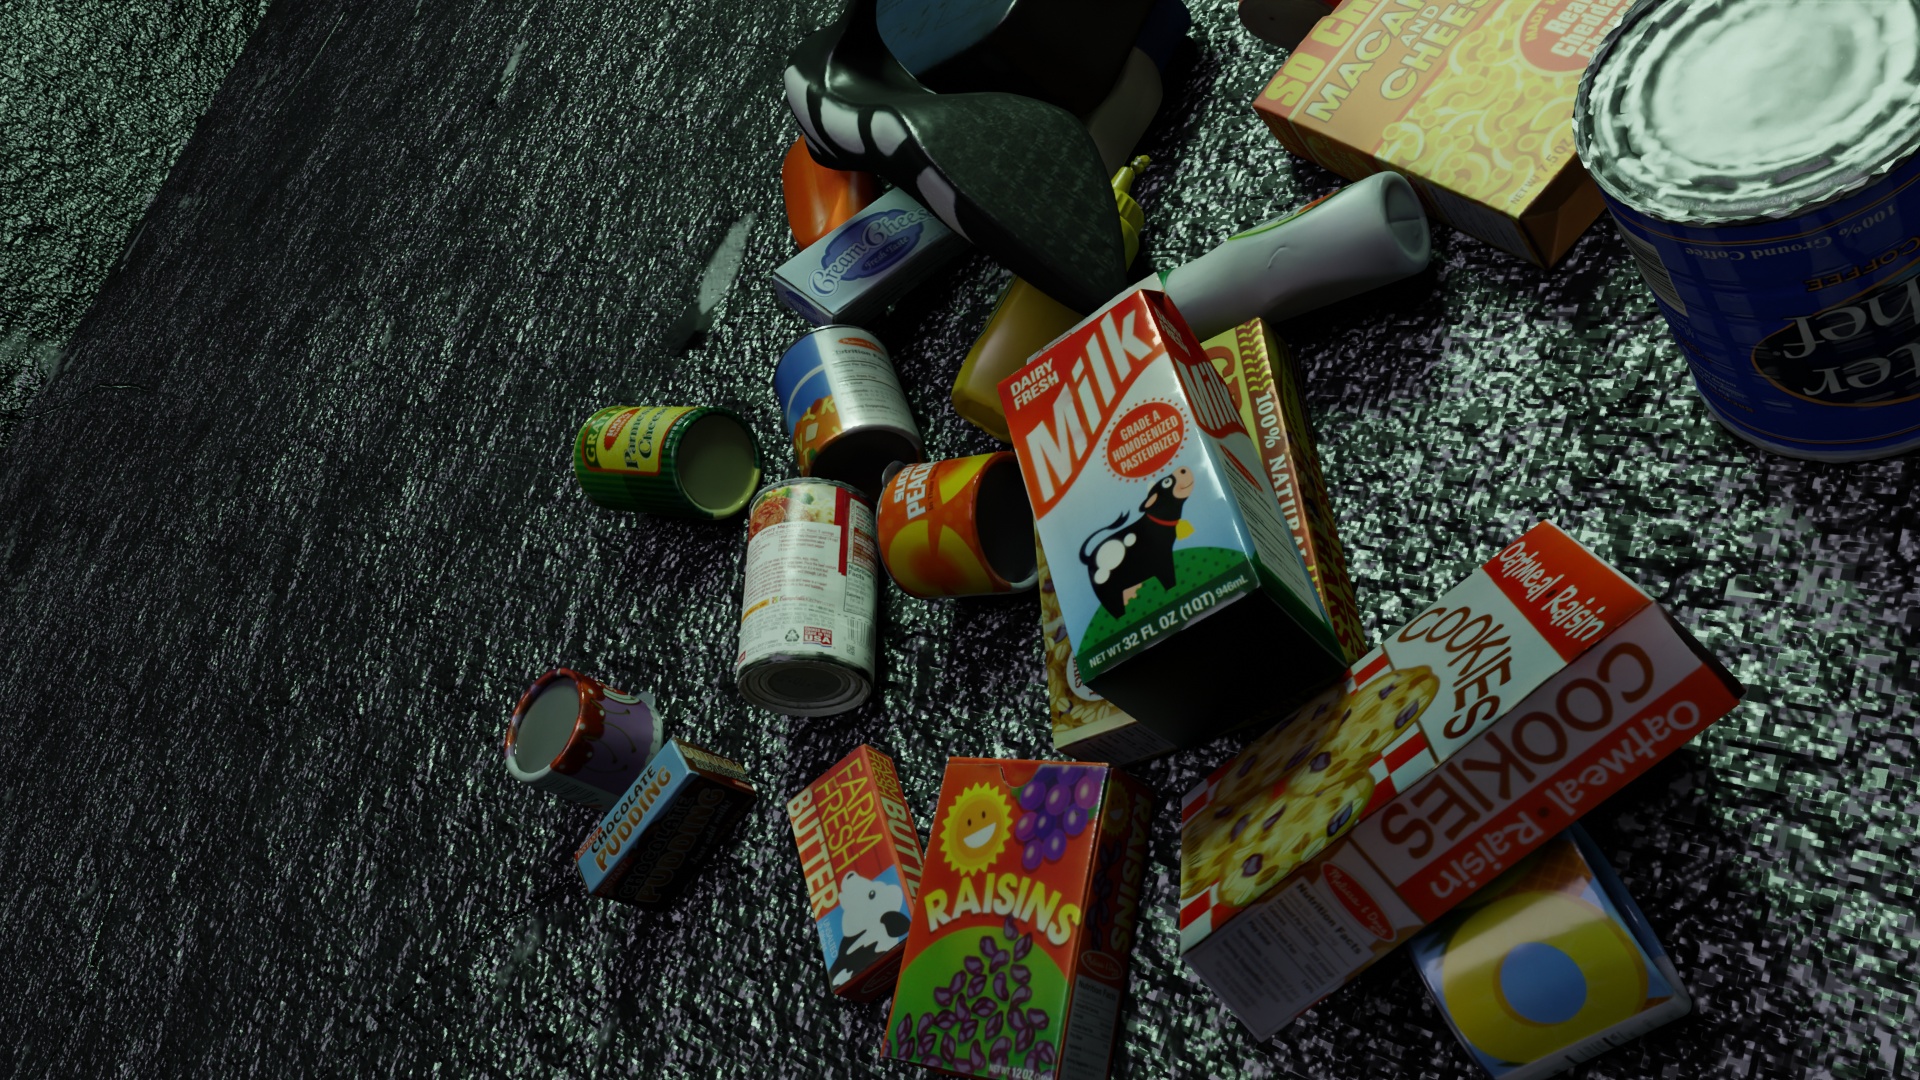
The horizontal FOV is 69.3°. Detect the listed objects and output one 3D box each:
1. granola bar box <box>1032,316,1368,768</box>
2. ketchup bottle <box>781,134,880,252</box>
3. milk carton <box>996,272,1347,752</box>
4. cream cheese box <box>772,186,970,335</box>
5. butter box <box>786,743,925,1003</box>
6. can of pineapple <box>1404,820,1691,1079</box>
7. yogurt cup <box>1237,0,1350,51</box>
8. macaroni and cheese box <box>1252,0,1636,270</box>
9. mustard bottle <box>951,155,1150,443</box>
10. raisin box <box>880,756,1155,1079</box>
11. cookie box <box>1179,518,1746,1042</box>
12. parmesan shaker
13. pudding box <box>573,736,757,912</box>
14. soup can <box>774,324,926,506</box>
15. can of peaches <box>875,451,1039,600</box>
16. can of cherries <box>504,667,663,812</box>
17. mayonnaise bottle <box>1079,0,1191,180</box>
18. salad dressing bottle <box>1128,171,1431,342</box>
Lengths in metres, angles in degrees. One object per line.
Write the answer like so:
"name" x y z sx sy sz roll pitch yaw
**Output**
"granola bar box" 0.093 0.002 0.584 0.124 0.039 0.166 -24 50 28
"ketchup bottle" -0.076 -0.195 0.855 0.064 0.043 0.149 -36 46 27
"milk carton" 0.072 -0.025 0.535 0.072 0.073 0.191 -32 47 22
"cream cheese box" -0.049 -0.158 0.782 0.104 0.024 0.053 -40 59 -21
"butter box" -0.043 0.147 0.625 0.053 0.024 0.104 -39 45 17
"can of pineapple" 0.172 0.121 0.417 0.057 0.071 0.071 -35 46 19
"yogurt cup" 0.168 -0.275 0.674 0.072 0.072 0.054 12 82 45
"macaroni and cheese box" 0.223 -0.202 0.595 0.123 0.040 0.167 -49 43 5
"mustard bottle" 0.051 -0.126 0.685 0.160 0.049 0.065 -61 1 -11
"raisin box" 0.023 0.151 0.552 0.086 0.040 0.124 -7 60 40
"cookie box" 0.146 0.070 0.444 0.167 0.040 0.123 -41 2 14
"parmesan shaker" -0.175 -0.050 0.837 0.103 0.071 0.071 4 68 43
"pudding box" -0.149 0.144 0.702 0.083 0.049 0.030 -50 44 6
"soup can" -0.061 -0.062 0.743 0.071 0.071 0.084 -38 46 18
"can of peaches" 0.002 -0.008 0.648 0.058 0.071 0.071 -5 61 39
"can of cherries" -0.208 0.108 0.771 0.071 0.058 0.072 -22 53 31
"mayonnaise bottle" 0.074 -0.226 0.744 0.065 0.041 0.148 22 79 51
"salad dressing bottle" 0.130 -0.116 0.614 0.147 0.064 0.044 -16 93 43
